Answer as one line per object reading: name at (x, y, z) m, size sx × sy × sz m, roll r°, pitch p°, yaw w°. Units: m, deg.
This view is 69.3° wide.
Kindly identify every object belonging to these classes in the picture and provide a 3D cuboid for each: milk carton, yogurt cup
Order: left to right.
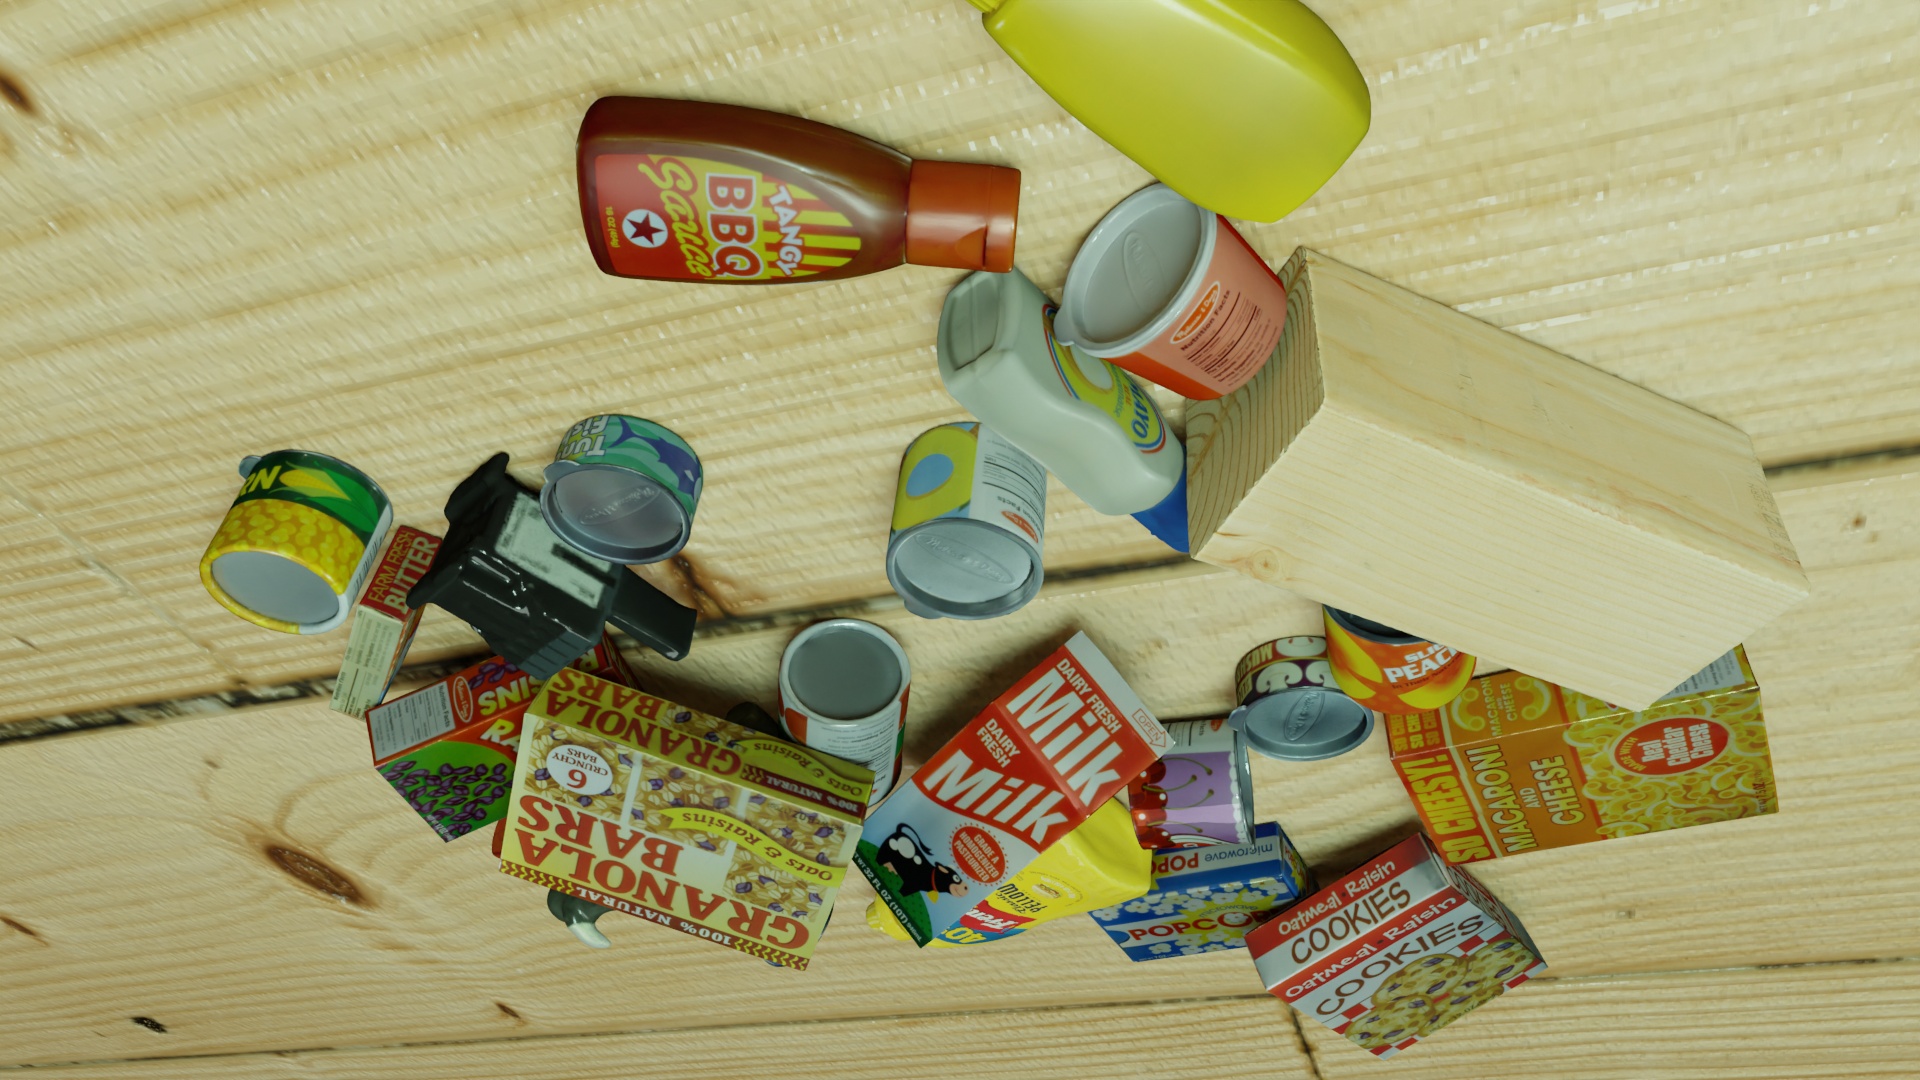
milk carton at (0.028, 0.123, 0.705) m, size 0.072 × 0.074 × 0.189 m, roll 50°, pitch 128°, yaw 11°
yogurt cup at (0.078, -0.085, 0.493) m, size 0.054 × 0.073 × 0.072 m, roll 28°, pitch 135°, yaw -35°

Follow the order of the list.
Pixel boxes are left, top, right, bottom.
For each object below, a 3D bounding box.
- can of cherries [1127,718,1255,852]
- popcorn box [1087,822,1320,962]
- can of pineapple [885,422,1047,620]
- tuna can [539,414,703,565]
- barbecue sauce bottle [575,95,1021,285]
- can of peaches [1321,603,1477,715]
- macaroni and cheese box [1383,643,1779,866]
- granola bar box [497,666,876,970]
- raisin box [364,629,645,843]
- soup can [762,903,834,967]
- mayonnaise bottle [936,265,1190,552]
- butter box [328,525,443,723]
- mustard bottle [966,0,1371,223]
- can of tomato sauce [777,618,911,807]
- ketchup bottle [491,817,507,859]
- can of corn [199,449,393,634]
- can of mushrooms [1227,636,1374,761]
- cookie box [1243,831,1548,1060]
can of cherries at (0.122, 0.131, 0.732) m, size 0.058 × 0.072 × 0.071 m, roll -7°, pitch 138°, yaw 15°
popcorn box at (0.150, 0.218, 0.855) m, size 0.126 × 0.038 × 0.085 m, roll -15°, pitch 136°, yaw 22°
can of pineapple at (0.002, -0.007, 0.595) m, size 0.071 × 0.058 × 0.070 m, roll 3°, pitch 139°, yaw 3°
tuna can at (-0.150, -0.023, 0.613) m, size 0.071 × 0.033 × 0.070 m, roll 3°, pitch 139°, yaw 3°
barbecue sauce bottle at (-0.054, -0.118, 0.485) m, size 0.149 × 0.044 × 0.064 m, roll 5°, pitch 138°, yaw 1°
can of peaches at (0.195, 0.037, 0.614) m, size 0.071 × 0.071 × 0.057 m, roll -7°, pitch 139°, yaw 14°
macaroni and cheese box at (0.315, 0.109, 0.707) m, size 0.166 × 0.040 × 0.123 m, roll -16°, pitch 135°, yaw 23°
granola bar box at (-0.137, 0.140, 0.691) m, size 0.165 × 0.039 × 0.123 m, roll 19°, pitch 126°, yaw -3°
raisin box at (-0.228, 0.099, 0.721) m, size 0.123 × 0.040 × 0.085 m, roll -23°, pitch 140°, yaw -8°
soup can at (-0.129, 0.216, 0.865) m, size 0.071 × 0.072 × 0.083 m, roll -25°, pitch 130°, yaw 30°
mayonnaise bottle at (0.053, -0.045, 0.545) m, size 0.041 × 0.065 × 0.148 m, roll -31°, pitch 132°, yaw 30°
butter box at (-0.285, 0.043, 0.691) m, size 0.024 × 0.053 × 0.103 m, roll 23°, pitch 136°, yaw -15°
mustard bottle at (0.050, -0.158, 0.422) m, size 0.160 × 0.049 × 0.065 m, roll 27°, pitch 135°, yaw -22°
can of tomato sauce at (-0.061, 0.088, 0.709) m, size 0.071 × 0.071 × 0.082 m, roll 7°, pitch 139°, yaw -1°
ketchup bottle at (-0.216, 0.205, 0.876) m, size 0.064 × 0.044 × 0.148 m, roll -33°, pitch 127°, yaw 27°
can of corn at (-0.307, 0.001, 0.640) m, size 0.071 × 0.058 × 0.070 m, roll 3°, pitch 139°, yaw 3°
can of mushrooms at (0.169, 0.079, 0.695) m, size 0.071 × 0.034 × 0.070 m, roll 3°, pitch 140°, yaw 3°
cookie box at (0.264, 0.247, 0.837) m, size 0.122 × 0.040 × 0.167 m, roll -37°, pitch 132°, yaw 16°
